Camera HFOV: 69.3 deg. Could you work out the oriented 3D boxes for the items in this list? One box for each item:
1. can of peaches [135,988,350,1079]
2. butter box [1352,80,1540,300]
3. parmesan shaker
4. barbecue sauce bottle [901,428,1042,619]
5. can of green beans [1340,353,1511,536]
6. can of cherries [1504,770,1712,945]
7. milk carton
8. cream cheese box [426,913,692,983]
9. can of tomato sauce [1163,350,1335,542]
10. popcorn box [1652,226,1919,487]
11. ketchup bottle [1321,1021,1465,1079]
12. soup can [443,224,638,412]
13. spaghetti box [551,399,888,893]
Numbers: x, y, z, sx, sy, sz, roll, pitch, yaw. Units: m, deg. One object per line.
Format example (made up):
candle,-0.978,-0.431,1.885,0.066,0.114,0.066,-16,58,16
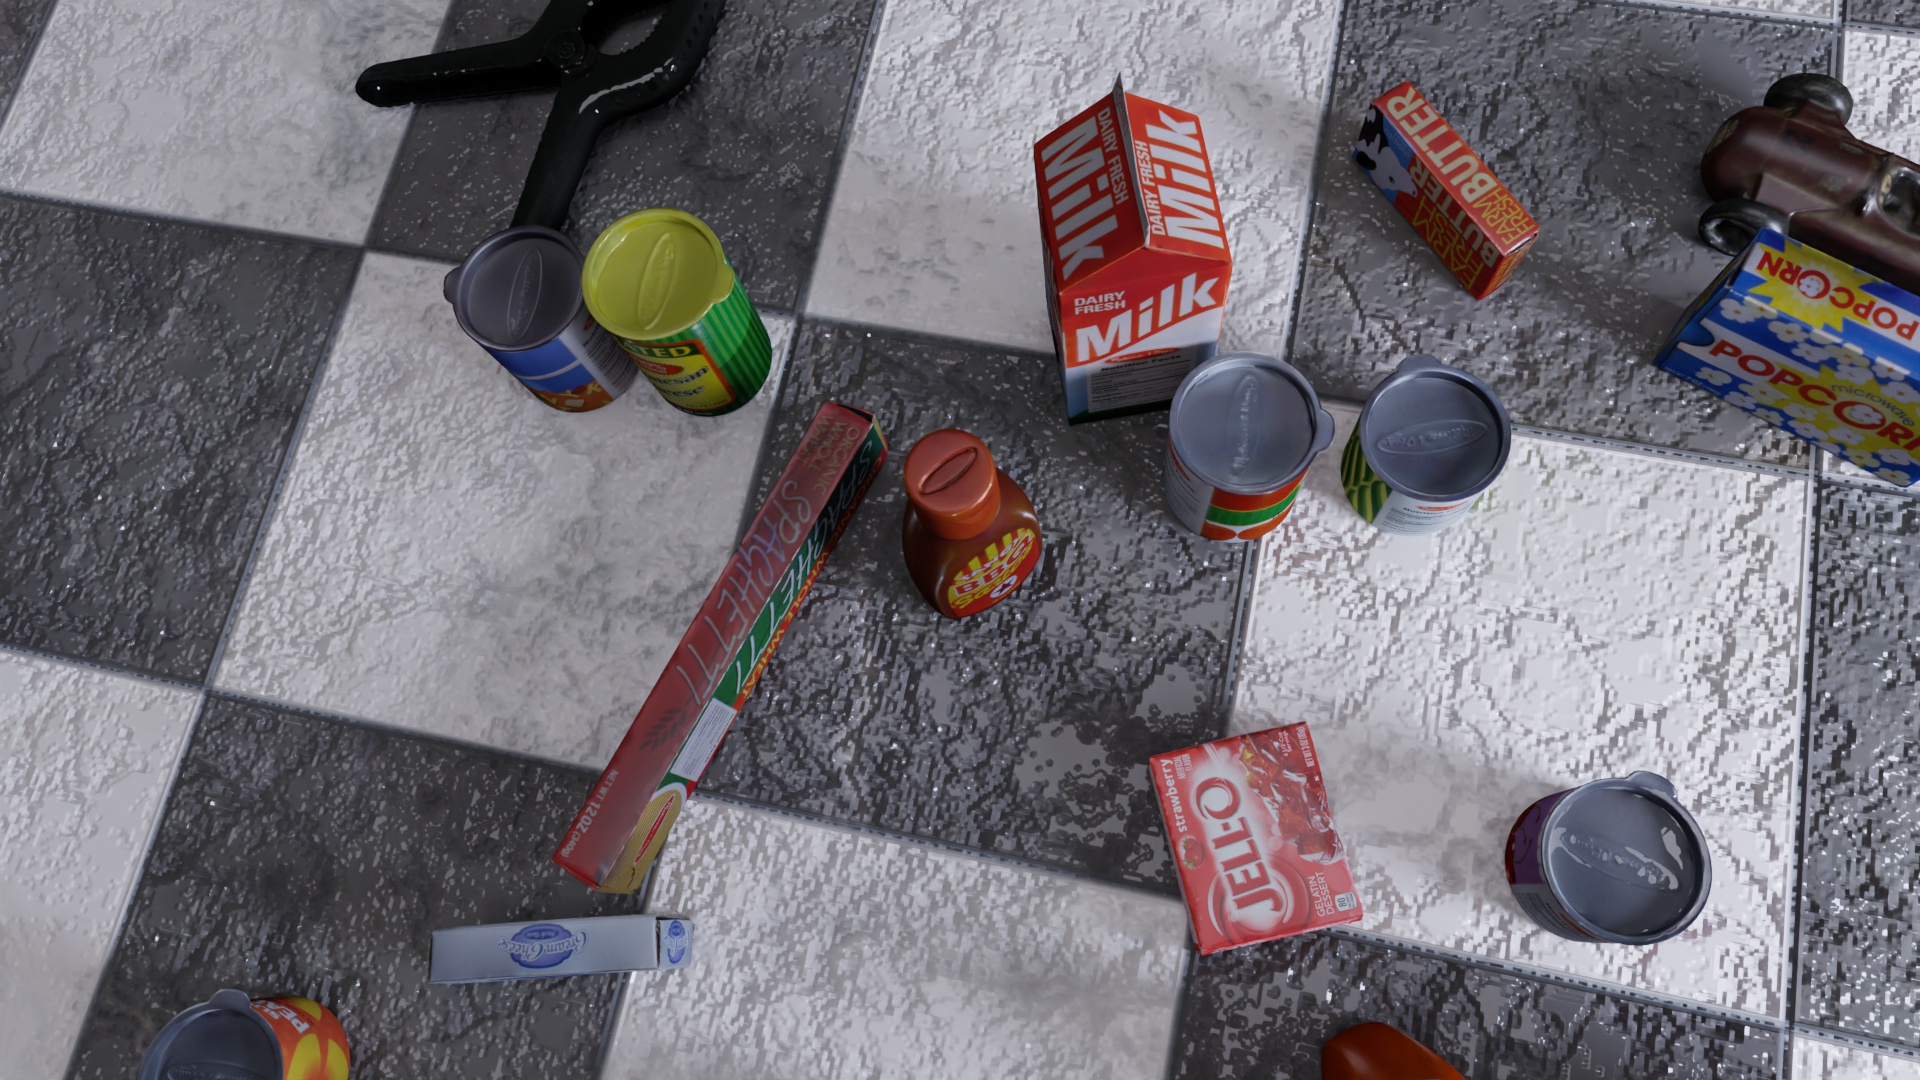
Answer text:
can of peaches,-0.316,0.235,0.617,0.071,0.058,0.071,-2,74,5
butter box,0.238,-0.172,0.684,0.024,0.053,0.103,-33,73,-4
parmesan shaker,-0.132,-0.107,0.676,0.071,0.103,0.071,-2,74,6
barbecue sauce bottle,0.002,-0.008,0.610,0.065,0.148,0.044,-37,74,-5
can of green beans,0.214,-0.041,0.645,0.071,0.057,0.071,-2,74,5
can of cherries,0.273,0.134,0.587,0.071,0.058,0.071,-2,74,5
milk carton,0.075,-0.122,0.614,0.073,0.190,0.072,-10,73,3
cream cheese box,-0.177,0.183,0.621,0.104,0.053,0.024,-5,74,4
can of tomato sauce,0.130,-0.041,0.641,0.071,0.083,0.071,-2,74,5
popcorn box,0.394,-0.080,0.624,0.127,0.085,0.038,31,79,13
ketchup bottle,0.172,0.220,0.525,0.043,0.148,0.065,-23,73,-1
soup can,-0.206,-0.109,0.695,0.071,0.083,0.071,-2,74,5
spaghetti box,-0.107,0.048,0.656,0.029,0.050,0.250,26,78,12
